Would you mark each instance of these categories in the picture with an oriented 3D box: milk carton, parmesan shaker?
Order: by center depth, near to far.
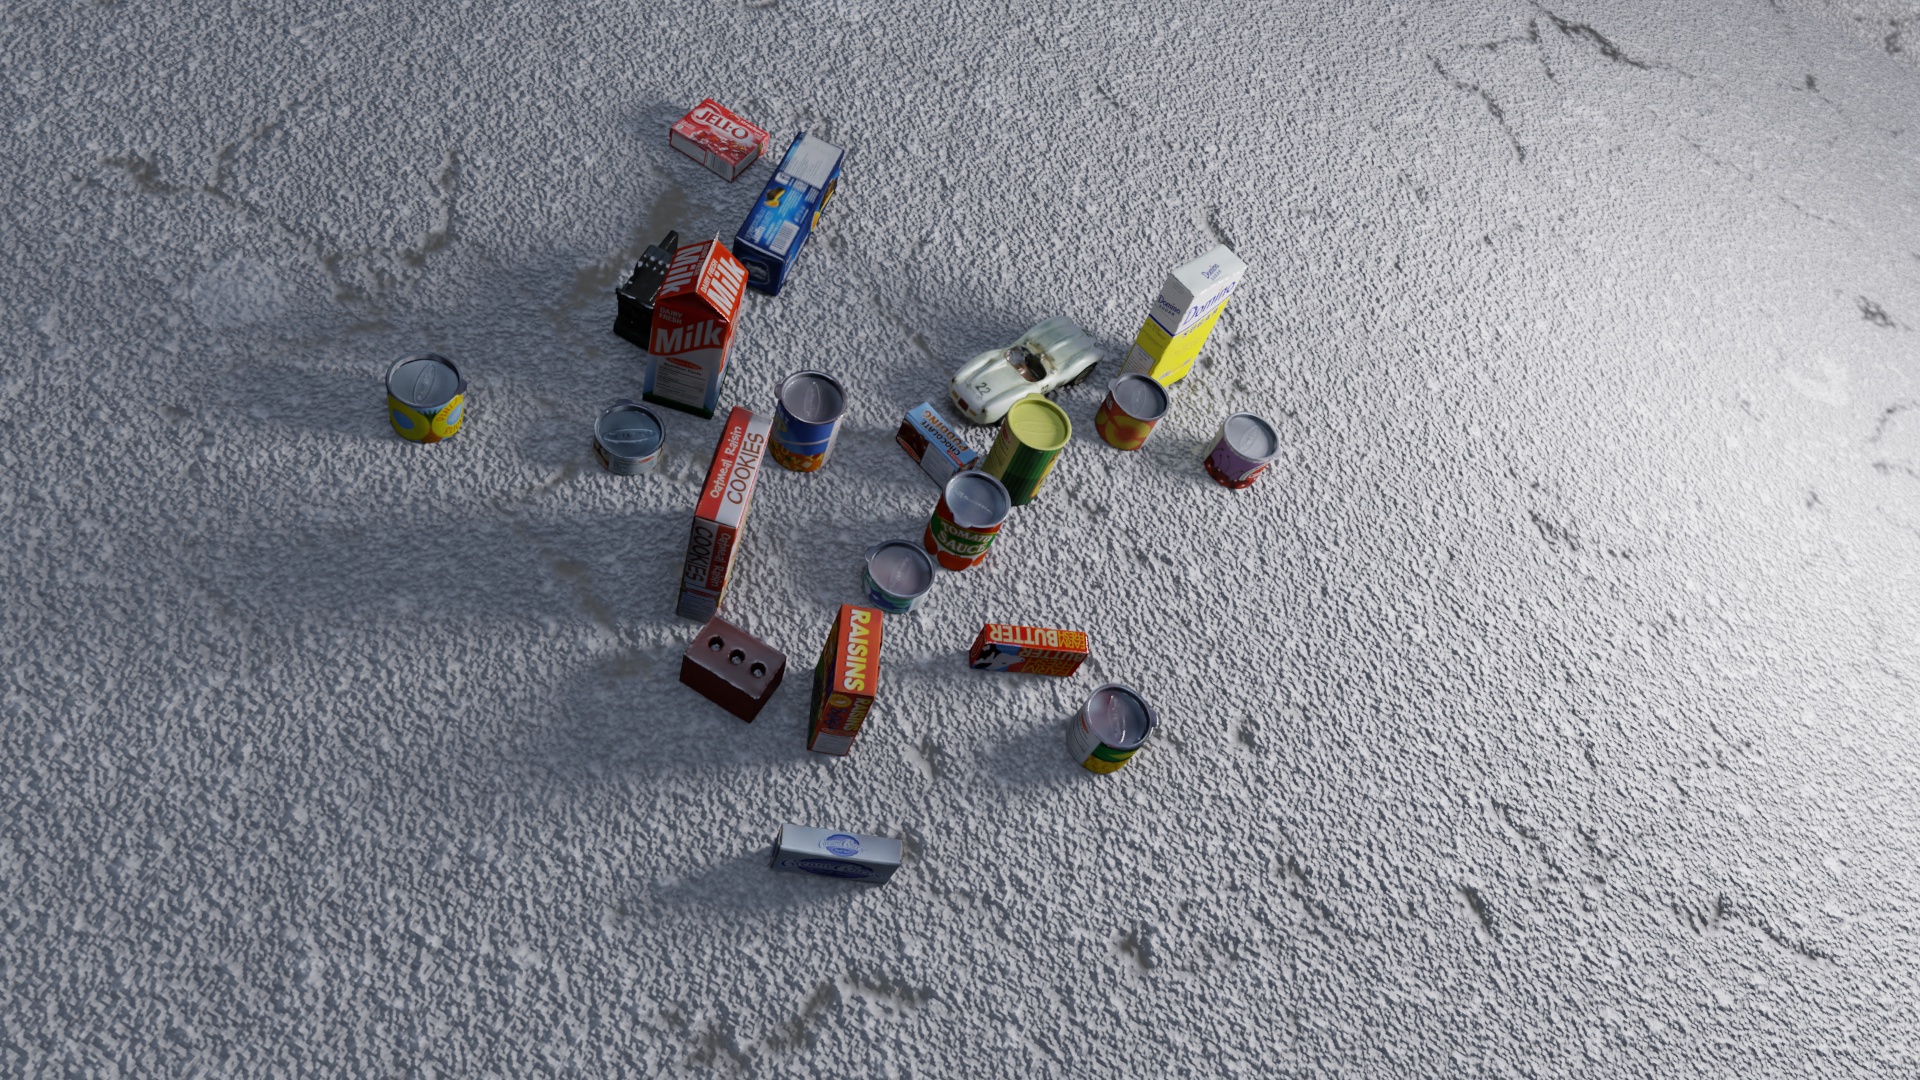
[{"bbox_3d":[-0.253,-0.208,1.329,0.073,0.189,0.073,16,54,-7],"label":"milk carton"},{"bbox_3d":[0.064,-0.091,1.408,0.071,0.102,0.071,9,56,-13],"label":"parmesan shaker"}]

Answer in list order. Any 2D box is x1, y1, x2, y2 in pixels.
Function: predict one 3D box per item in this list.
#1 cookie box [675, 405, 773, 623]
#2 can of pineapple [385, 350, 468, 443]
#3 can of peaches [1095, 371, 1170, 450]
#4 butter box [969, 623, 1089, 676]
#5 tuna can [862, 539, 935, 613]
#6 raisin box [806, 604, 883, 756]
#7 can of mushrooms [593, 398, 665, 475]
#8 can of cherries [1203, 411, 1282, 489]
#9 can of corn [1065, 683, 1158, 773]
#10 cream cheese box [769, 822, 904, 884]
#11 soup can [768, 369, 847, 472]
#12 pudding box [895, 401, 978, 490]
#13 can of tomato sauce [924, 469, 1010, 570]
[{"bbox_3d":[-0.212,-0.020,1.232,0.040,0.166,0.123,16,54,-7],"label":"cookie box"},{"bbox_3d":[-0.492,-0.131,1.282,0.071,0.057,0.071,9,56,-13],"label":"can of pineapple"},{"bbox_3d":[0.184,-0.141,1.508,0.071,0.057,0.071,9,56,-13],"label":"can of peaches"},{"bbox_3d":[0.065,0.104,1.310,0.103,0.052,0.024,6,56,-14],"label":"butter box"},{"bbox_3d":[-0.062,0.033,1.328,0.071,0.032,0.071,9,56,-13],"label":"tuna can"},{"bbox_3d":[-0.100,0.122,1.201,0.040,0.122,0.086,11,55,-11],"label":"raisin box"},{"bbox_3d":[-0.318,-0.099,1.332,0.071,0.033,0.071,9,56,-13],"label":"can of mushrooms"},{"bbox_3d":[0.308,-0.096,1.518,0.071,0.058,0.072,9,56,-13],"label":"can of cherries"},{"bbox_3d":[0.139,0.175,1.284,0.071,0.058,0.071,9,56,-13],"label":"can of corn"},{"bbox_3d":[-0.103,0.260,1.151,0.104,0.053,0.024,11,55,-11],"label":"cream cheese box"},{"bbox_3d":[-0.154,-0.117,1.367,0.071,0.083,0.072,9,56,-13],"label":"soup can"},{"bbox_3d":[-0.025,-0.095,1.415,0.030,0.049,0.084,-34,73,-33],"label":"pudding box"},{"bbox_3d":[0.005,-0.017,1.352,0.071,0.082,0.071,9,56,-13],"label":"can of tomato sauce"}]
